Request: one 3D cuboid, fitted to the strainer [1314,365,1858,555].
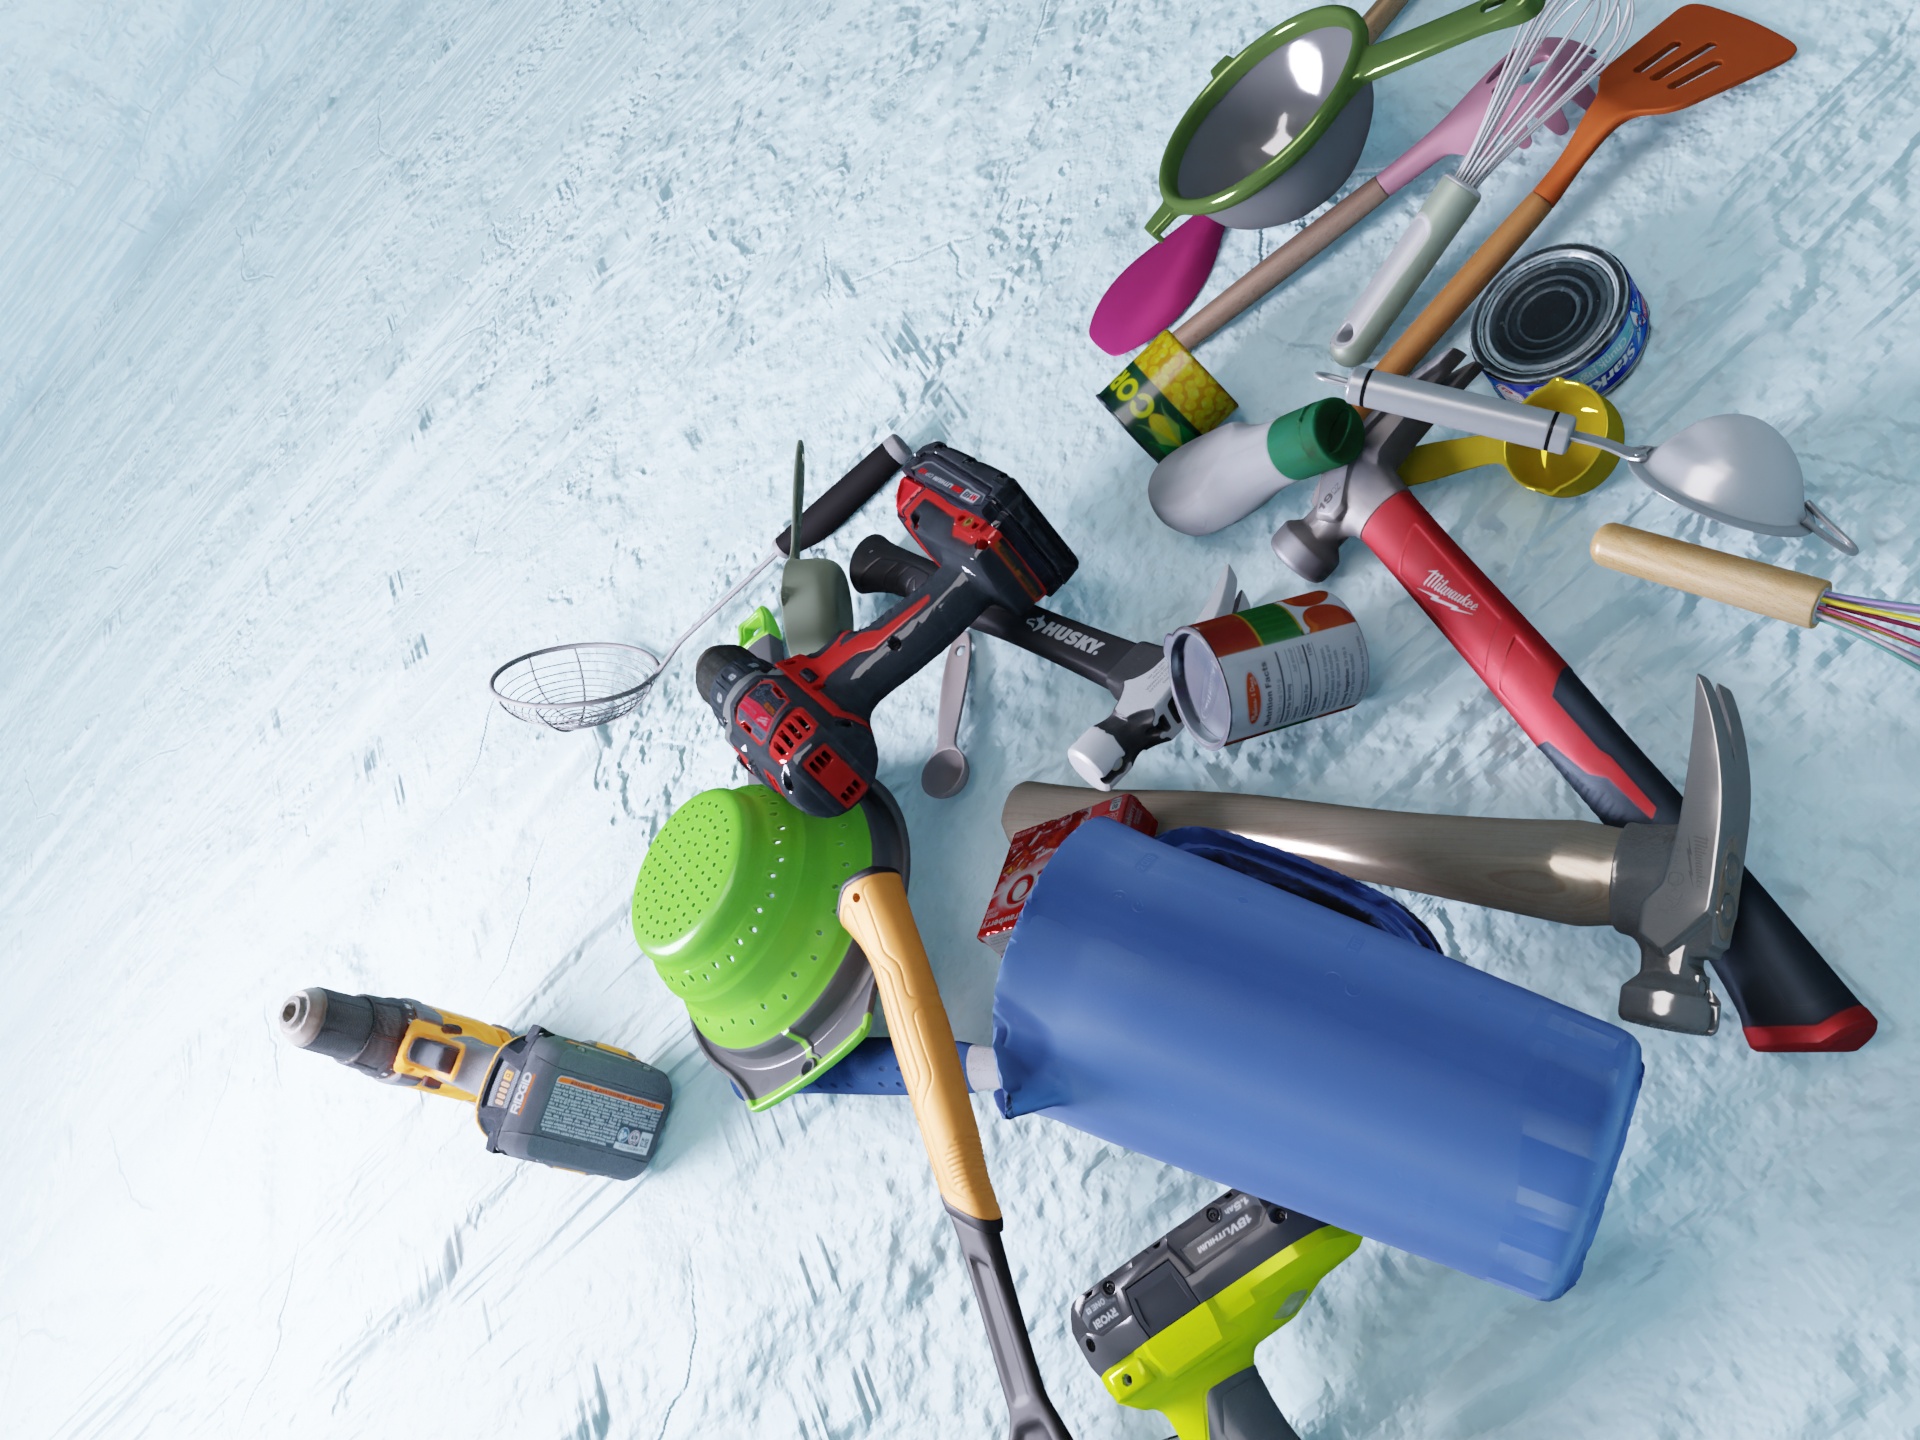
[{"bbox_3d":[0.290,-0.134,0.747,0.258,0.087,0.050,19,123,21],"label":"strainer"}]

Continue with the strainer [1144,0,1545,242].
[{"bbox_3d":[0.232,-0.354,0.926,0.256,0.069,0.151,-4,57,50],"label":"strainer"}]

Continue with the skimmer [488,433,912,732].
[{"bbox_3d":[-0.197,-0.110,1.185,0.363,0.090,0.127,-39,18,17],"label":"skimmer"}]

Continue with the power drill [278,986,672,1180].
[{"bbox_3d":[-0.328,0.232,1.062,0.226,0.185,0.084,7,72,39],"label":"power drill"}]

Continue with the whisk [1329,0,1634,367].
[{"bbox_3d":[0.282,-0.302,0.878,0.246,0.059,0.058,-57,37,23],"label":"whisk"}]

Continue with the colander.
[{"bbox_3d":[-0.146,0.049,1.024,0.204,0.094,0.398,-39,40,25],"label":"colander"}]

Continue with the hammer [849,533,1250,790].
[{"bbox_3d":[0.033,-0.068,0.989,0.146,0.035,0.335,-45,38,-14],"label":"hammer"}]

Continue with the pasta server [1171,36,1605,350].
[{"bbox_3d":[0.235,-0.300,0.958,0.316,0.040,0.060,-34,50,28],"label":"pasta server"}]

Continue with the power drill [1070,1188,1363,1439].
[{"bbox_3d":[0.165,0.309,0.657,0.190,0.080,0.229,-42,60,18],"label":"power drill"}]

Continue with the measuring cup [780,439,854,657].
[{"bbox_3d":[-0.095,-0.116,1.085,0.038,0.083,0.168,-3,74,7],"label":"measuring cup"}]

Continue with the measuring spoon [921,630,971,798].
[{"bbox_3d":[-0.002,-0.003,1.021,0.034,0.018,0.124,-16,53,34],"label":"measuring spoon"}]

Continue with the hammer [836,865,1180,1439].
[{"bbox_3d":[0.004,0.228,0.824,0.127,0.034,0.337,-37,61,34],"label":"hammer"}]

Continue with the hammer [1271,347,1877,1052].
[{"bbox_3d":[0.289,-0.016,0.743,0.143,0.038,0.387,-52,46,27],"label":"hammer"}]

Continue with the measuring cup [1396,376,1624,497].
[{"bbox_3d":[0.277,-0.138,0.845,0.156,0.029,0.062,-5,77,52],"label":"measuring cup"}]

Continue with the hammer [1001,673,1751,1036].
[{"bbox_3d":[0.175,0.049,0.792,0.411,0.038,0.146,3,79,48],"label":"hammer"}]

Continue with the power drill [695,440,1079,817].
[{"bbox_3d":[-0.059,-0.060,0.968,0.227,0.080,0.188,-47,37,-5],"label":"power drill"}]

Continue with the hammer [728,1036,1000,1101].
[{"bbox_3d":[0.017,0.184,0.872,0.405,0.035,0.144,-10,85,41],"label":"hammer"}]

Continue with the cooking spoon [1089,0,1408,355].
[{"bbox_3d":[0.195,-0.366,1.028,0.319,0.017,0.069,-49,48,11],"label":"cooking spoon"}]

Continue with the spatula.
[{"bbox_3d":[0.308,-0.262,0.879,0.322,0.041,0.081,-49,45,16],"label":"spatula"}]

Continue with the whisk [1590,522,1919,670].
[{"bbox_3d":[0.383,-0.039,0.666,0.245,0.047,0.051,26,111,39],"label":"whisk"}]
